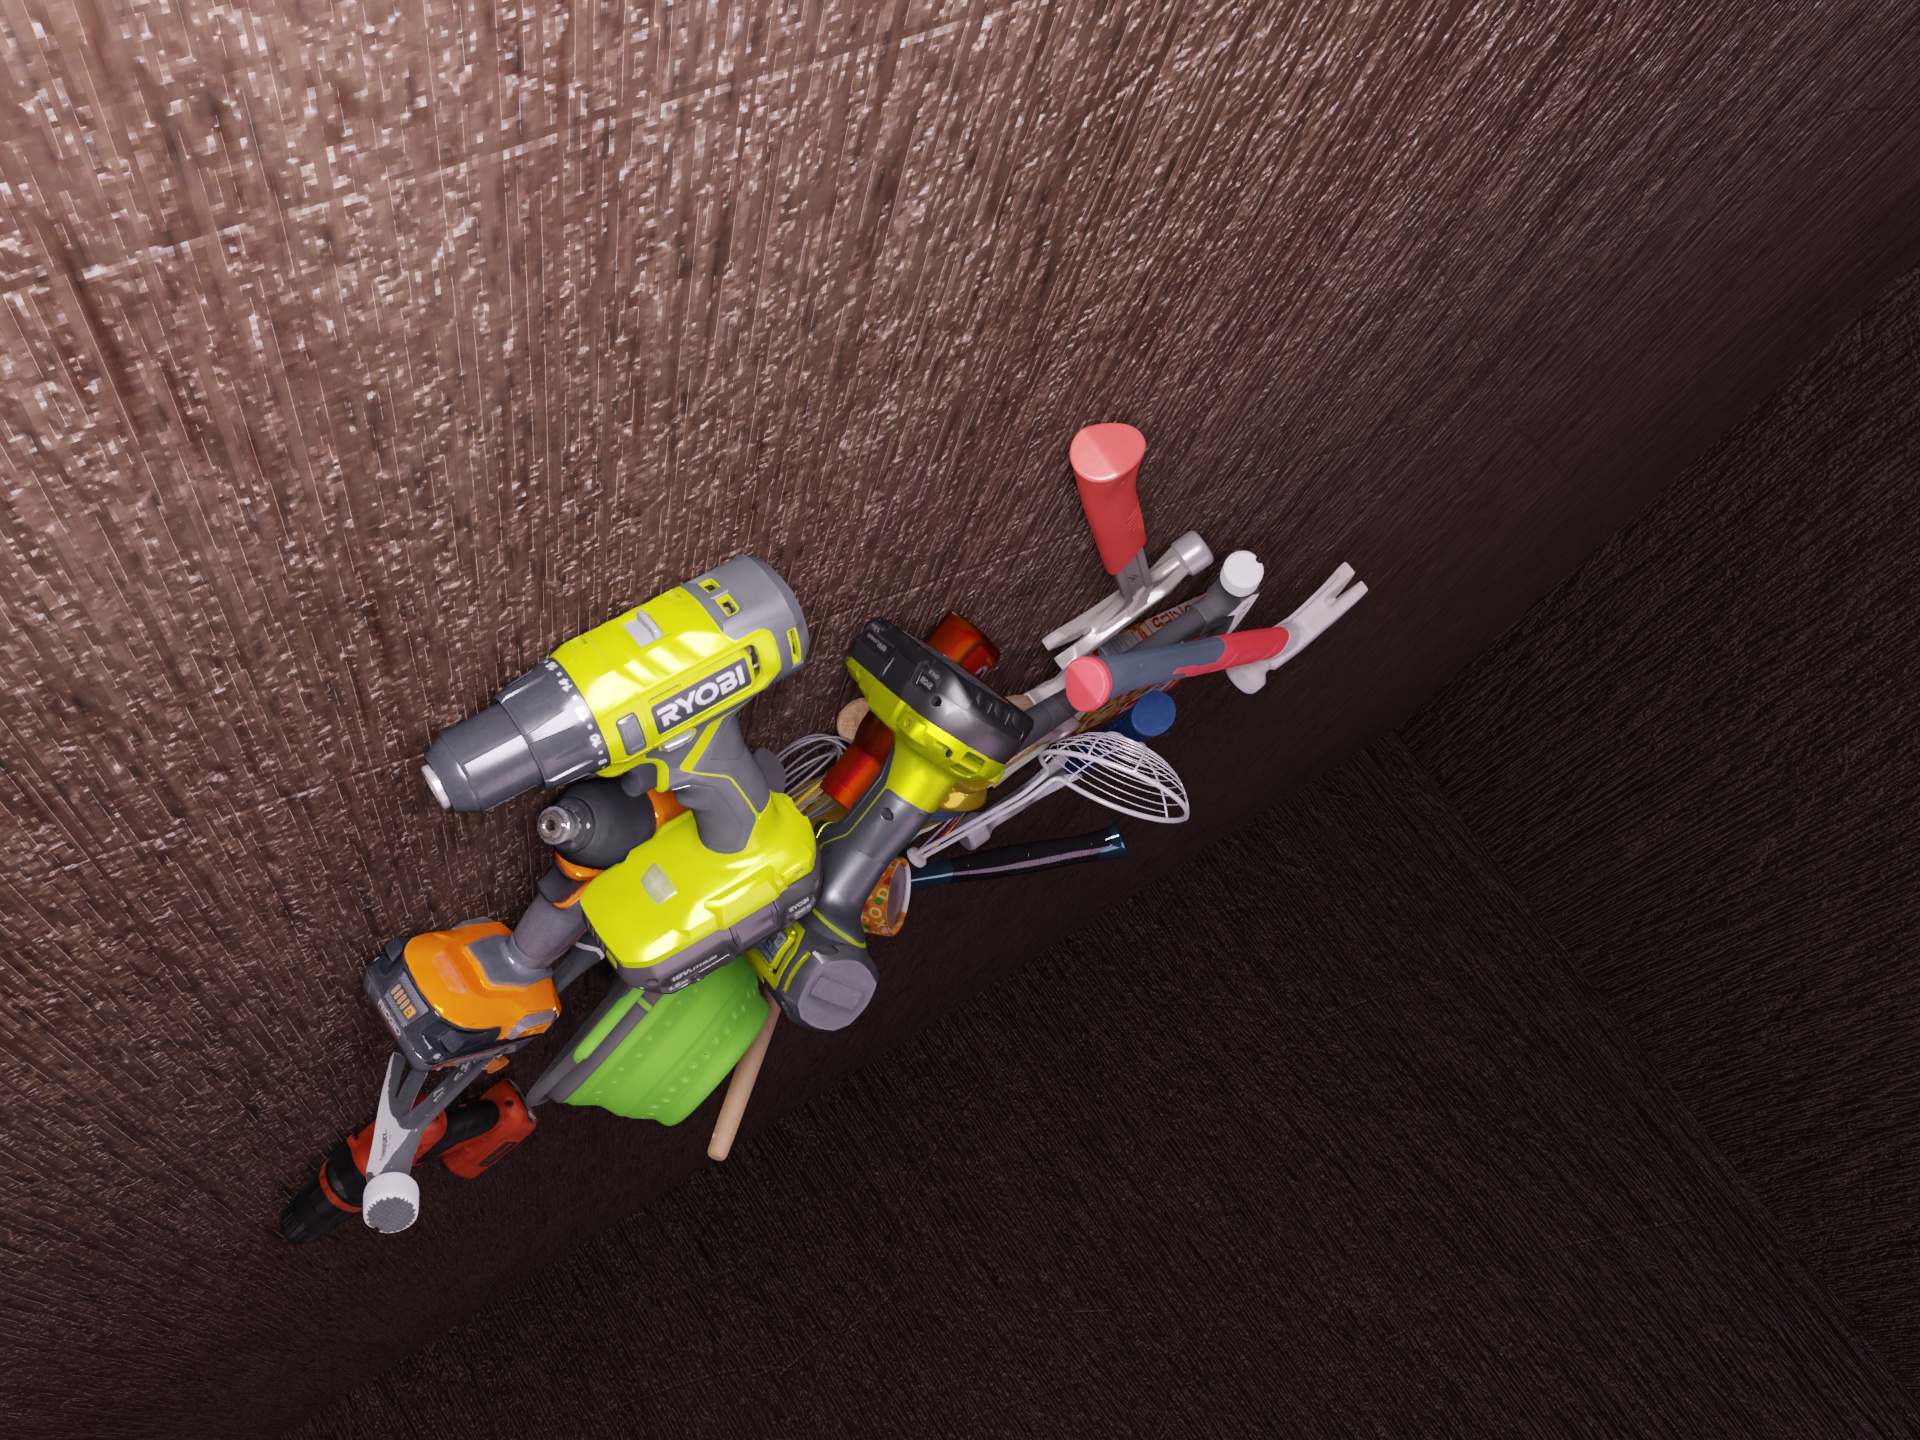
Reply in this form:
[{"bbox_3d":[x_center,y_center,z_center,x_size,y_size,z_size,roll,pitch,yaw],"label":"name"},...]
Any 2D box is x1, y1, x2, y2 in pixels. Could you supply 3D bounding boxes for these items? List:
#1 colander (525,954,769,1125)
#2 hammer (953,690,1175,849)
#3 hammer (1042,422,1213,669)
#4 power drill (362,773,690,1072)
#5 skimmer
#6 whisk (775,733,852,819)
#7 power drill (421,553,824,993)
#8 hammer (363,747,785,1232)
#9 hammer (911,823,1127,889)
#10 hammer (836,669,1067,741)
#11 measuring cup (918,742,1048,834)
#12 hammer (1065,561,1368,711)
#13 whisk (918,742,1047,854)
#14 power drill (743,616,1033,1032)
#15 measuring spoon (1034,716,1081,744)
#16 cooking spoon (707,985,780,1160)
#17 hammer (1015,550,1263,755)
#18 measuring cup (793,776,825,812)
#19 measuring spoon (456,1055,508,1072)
[{"bbox_3d":[-0.220,0.225,1.199,0.204,0.094,0.397,-50,-175,-14],"label":"colander"},{"bbox_3d":[0.107,0.039,1.466,0.144,0.035,0.405,-33,177,-21],"label":"hammer"},{"bbox_3d":[0.103,-0.121,1.098,0.149,0.037,0.359,-36,167,3],"label":"hammer"},{"bbox_3d":[-0.255,0.115,0.969,0.226,0.084,0.164,-42,163,13],"label":"power drill"},{"bbox_3d":[0.016,0.110,1.316,0.363,0.090,0.127,-30,139,21],"label":"skimmer"},{"bbox_3d":[-0.168,0.082,1.132,0.239,0.055,0.055,-34,167,17],"label":"whisk"},{"bbox_3d":[-0.161,0.040,0.826,0.190,0.080,0.228,-30,143,-20],"label":"power drill"},{"bbox_3d":[-0.269,0.169,1.101,0.409,0.149,0.036,-44,121,7],"label":"hammer"},{"bbox_3d":[0.003,0.137,1.476,0.331,0.033,0.128,-8,147,-17],"label":"hammer"},{"bbox_3d":[-0.002,-0.004,1.254,0.130,0.031,0.331,-41,165,22],"label":"hammer"},{"bbox_3d":[0.008,0.048,1.442,0.167,0.038,0.083,-30,165,-27],"label":"measuring cup"},{"bbox_3d":[0.199,-0.060,1.241,0.143,0.038,0.386,-44,163,29],"label":"hammer"},{"bbox_3d":[0.006,0.066,1.498,0.245,0.047,0.051,-38,165,-4],"label":"whisk"},{"bbox_3d":[-0.067,0.057,0.983,0.080,0.171,0.223,30,95,-37],"label":"power drill"},{"bbox_3d":[0.068,0.009,1.372,0.034,0.018,0.124,-33,169,25],"label":"measuring spoon"},{"bbox_3d":[-0.132,0.180,1.205,0.069,0.017,0.319,-31,-146,48],"label":"cooking spoon"},{"bbox_3d":[0.096,-0.019,1.287,0.335,0.035,0.146,-32,166,-11],"label":"hammer"},{"bbox_3d":[-0.153,0.077,1.171,0.156,0.029,0.062,-40,167,21],"label":"measuring cup"},{"bbox_3d":[-0.403,0.279,1.319,0.021,0.011,0.116,-33,163,-5],"label":"measuring spoon"}]
